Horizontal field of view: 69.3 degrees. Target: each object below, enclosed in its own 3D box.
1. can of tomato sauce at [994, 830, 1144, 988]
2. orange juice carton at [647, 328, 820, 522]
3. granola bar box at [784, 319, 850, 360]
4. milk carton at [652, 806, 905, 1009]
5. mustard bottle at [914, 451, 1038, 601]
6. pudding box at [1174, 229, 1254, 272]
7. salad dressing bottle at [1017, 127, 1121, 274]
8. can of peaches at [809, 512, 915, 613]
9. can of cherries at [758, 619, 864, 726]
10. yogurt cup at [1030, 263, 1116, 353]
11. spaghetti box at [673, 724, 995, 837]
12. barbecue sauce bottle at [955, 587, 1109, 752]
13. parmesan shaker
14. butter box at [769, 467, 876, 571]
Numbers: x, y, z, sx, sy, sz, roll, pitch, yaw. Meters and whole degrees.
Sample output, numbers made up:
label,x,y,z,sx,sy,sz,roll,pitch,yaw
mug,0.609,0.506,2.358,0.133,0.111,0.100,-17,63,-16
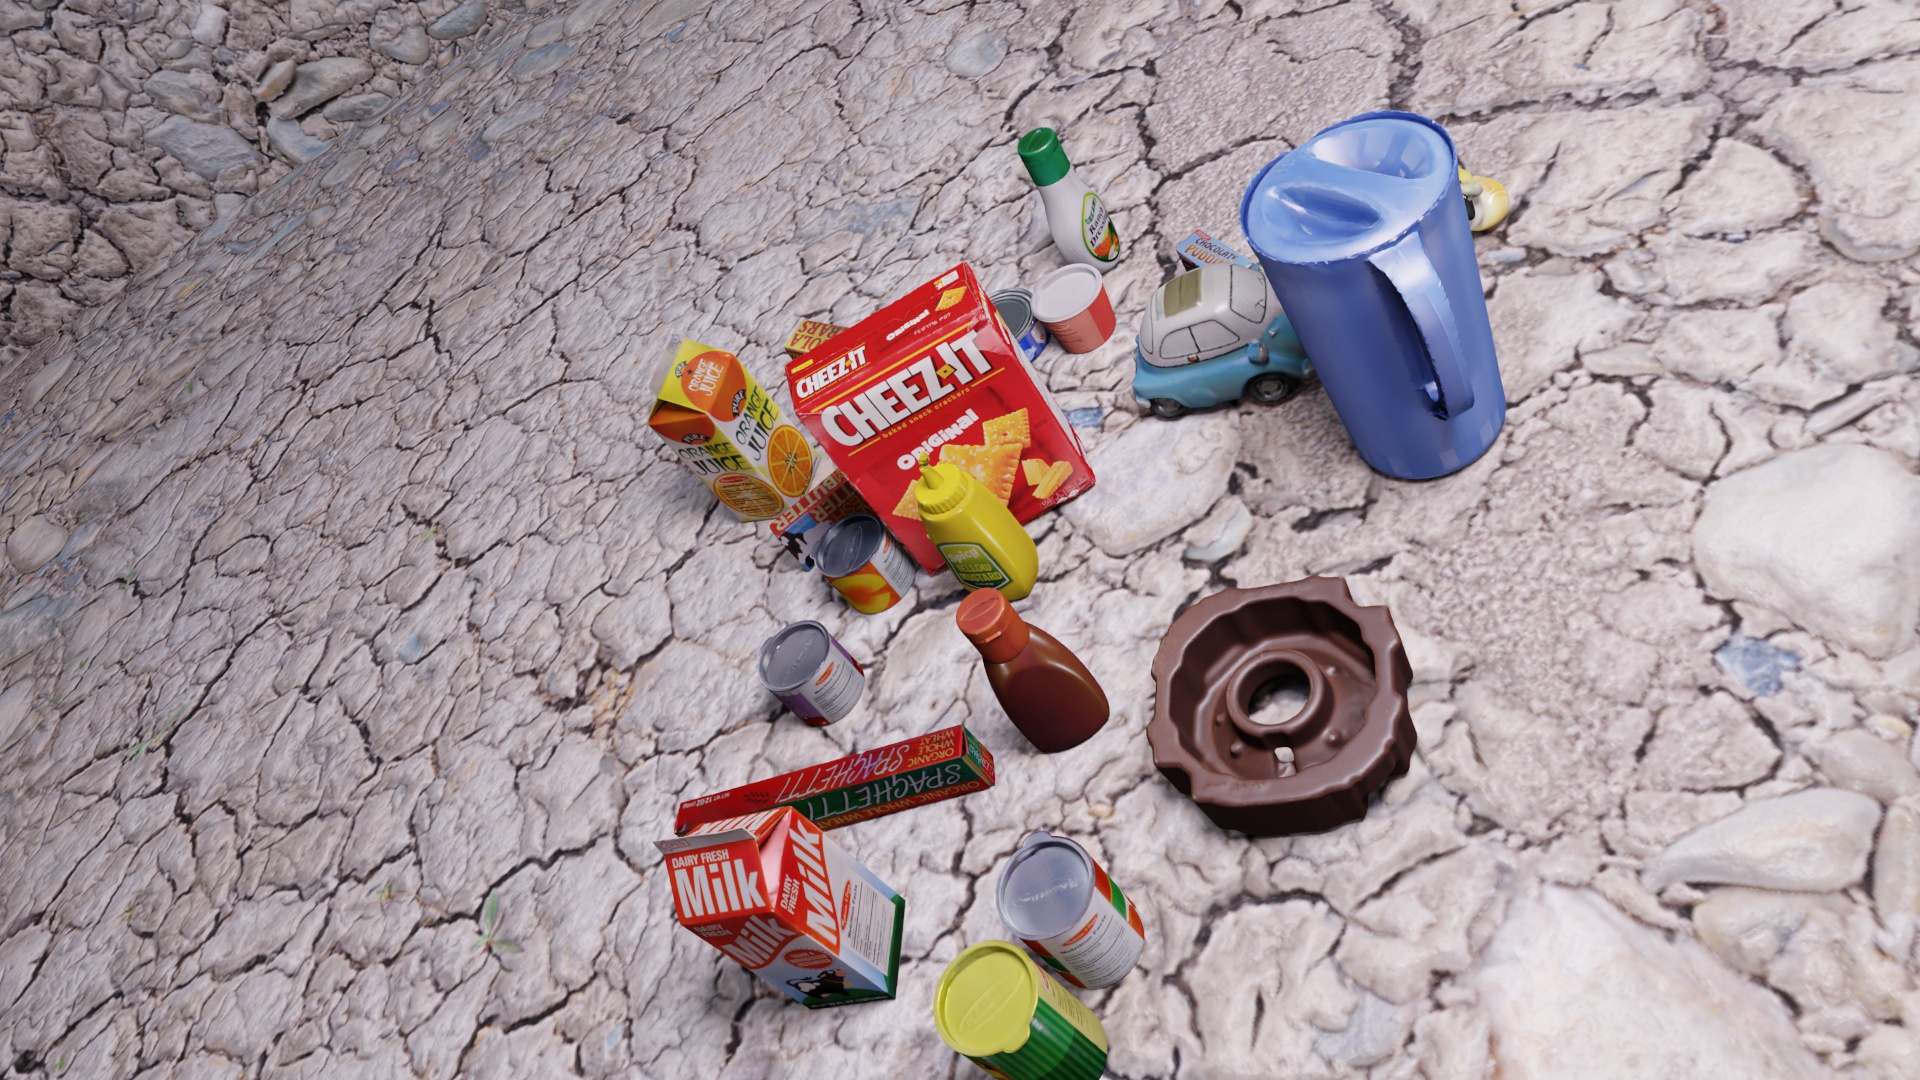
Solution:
label,x,y,z,sx,sy,sz,roll,pitch,yaw
can of tomato sauce,0.068,0.229,0.859,0.071,0.083,0.071,-19,46,20
orange juice carton,-0.214,-0.102,1.257,0.073,0.192,0.072,-6,51,30
granola bar box,-0.065,-0.132,1.233,0.165,0.124,0.039,17,65,42
milk carton,-0.115,0.233,0.900,0.072,0.190,0.074,-15,47,24
mustard bottle,0.004,-0.013,1.056,0.065,0.159,0.049,-4,52,32
pudding box,0.222,-0.225,1.175,0.030,0.049,0.084,-39,42,0
salad dressing bottle,0.098,-0.305,1.257,0.044,0.147,0.064,3,56,36
can of peaches,-0.081,0.020,1.161,0.071,0.058,0.071,-19,46,20
can of cherries,-0.120,0.106,1.112,0.071,0.058,0.072,-19,46,20
yogurt cup,0.103,-0.203,1.234,0.072,0.053,0.073,-19,46,20
spaghetti box,-0.095,0.189,1.029,0.250,0.050,0.029,-18,46,20
barbecue sauce bottle,0.046,0.088,0.948,0.065,0.148,0.044,-30,43,9
parmesan shaker,0.038,0.287,0.813,0.071,0.102,0.072,-19,46,20
butter box,-0.113,-0.025,1.225,0.103,0.053,0.024,-40,42,-3
